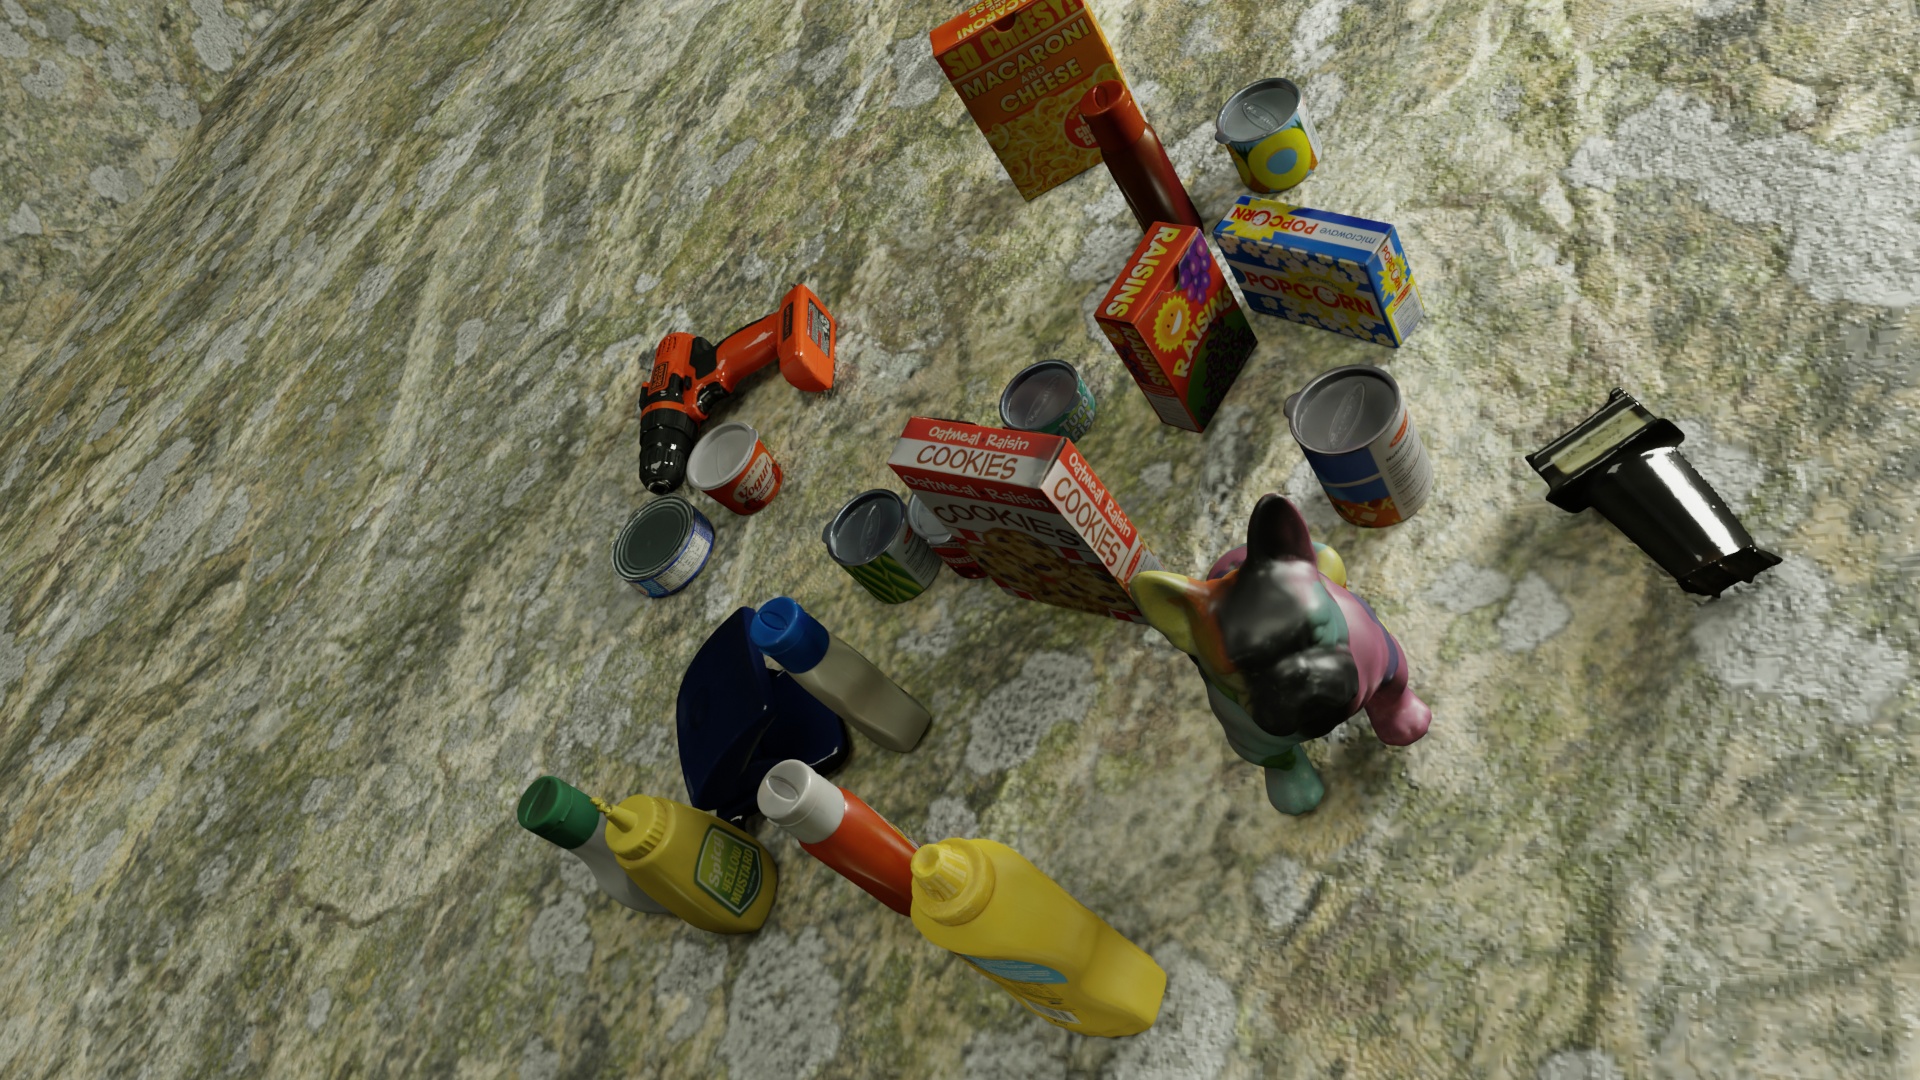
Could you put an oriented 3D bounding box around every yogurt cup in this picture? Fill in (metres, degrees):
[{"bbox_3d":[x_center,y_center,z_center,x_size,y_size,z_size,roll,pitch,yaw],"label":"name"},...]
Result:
[{"bbox_3d":[-0.186,-0.057,1.157,0.072,0.053,0.073,-18,50,22],"label":"yogurt cup"}]

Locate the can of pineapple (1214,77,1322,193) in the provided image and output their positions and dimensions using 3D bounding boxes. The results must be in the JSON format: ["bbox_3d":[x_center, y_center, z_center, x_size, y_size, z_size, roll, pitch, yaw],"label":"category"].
[{"bbox_3d":[0.234,-0.308,1.061,0.071,0.057,0.071,-18,50,22],"label":"can of pineapple"}]

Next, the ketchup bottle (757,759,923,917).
[{"bbox_3d":[-0.065,0.178,0.831,0.065,0.148,0.043,20,71,42],"label":"ketchup bottle"}]

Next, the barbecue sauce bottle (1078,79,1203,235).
[{"bbox_3d":[0.136,-0.277,1.040,0.043,0.148,0.065,-23,48,18],"label":"barbecue sauce bottle"}]

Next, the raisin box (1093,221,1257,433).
[{"bbox_3d":[0.149,-0.144,0.948,0.040,0.123,0.086,21,71,42],"label":"raisin box"}]

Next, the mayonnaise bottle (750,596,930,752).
[{"bbox_3d":[-0.080,0.088,0.910,0.065,0.147,0.041,21,72,42],"label":"mayonnaise bottle"}]

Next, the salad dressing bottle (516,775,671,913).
[{"bbox_3d":[-0.230,0.202,0.925,0.044,0.147,0.064,8,63,38],"label":"salad dressing bottle"}]

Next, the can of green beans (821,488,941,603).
[{"bbox_3d":[-0.055,0.005,1.020,0.071,0.057,0.071,-18,50,22],"label":"can of green beans"}]

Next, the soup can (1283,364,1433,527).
[{"bbox_3d":[0.243,-0.057,0.847,0.071,0.083,0.072,-18,50,22],"label":"soup can"}]

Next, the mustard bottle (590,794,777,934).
[{"bbox_3d":[-0.179,0.200,0.883,0.049,0.159,0.065,-9,54,29],"label":"mustard bottle"}]

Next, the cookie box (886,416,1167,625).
[{"bbox_3d":[0.047,-0.012,0.887,0.123,0.167,0.040,11,65,39],"label":"cookie box"}]

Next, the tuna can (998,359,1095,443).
[{"bbox_3d":[0.067,-0.099,1.034,0.071,0.032,0.071,-18,50,22],"label":"tuna can"}]

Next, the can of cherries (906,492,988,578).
[{"bbox_3d":[0.004,-0.012,0.993,0.071,0.058,0.072,-18,50,22],"label":"can of cherries"}]

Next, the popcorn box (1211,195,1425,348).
[{"bbox_3d":[0.243,-0.183,0.942,0.127,0.085,0.038,26,75,43],"label":"popcorn box"}]

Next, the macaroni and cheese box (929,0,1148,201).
[{"bbox_3d":[0.069,-0.375,1.146,0.123,0.166,0.040,-25,47,16],"label":"macaroni and cheese box"}]
